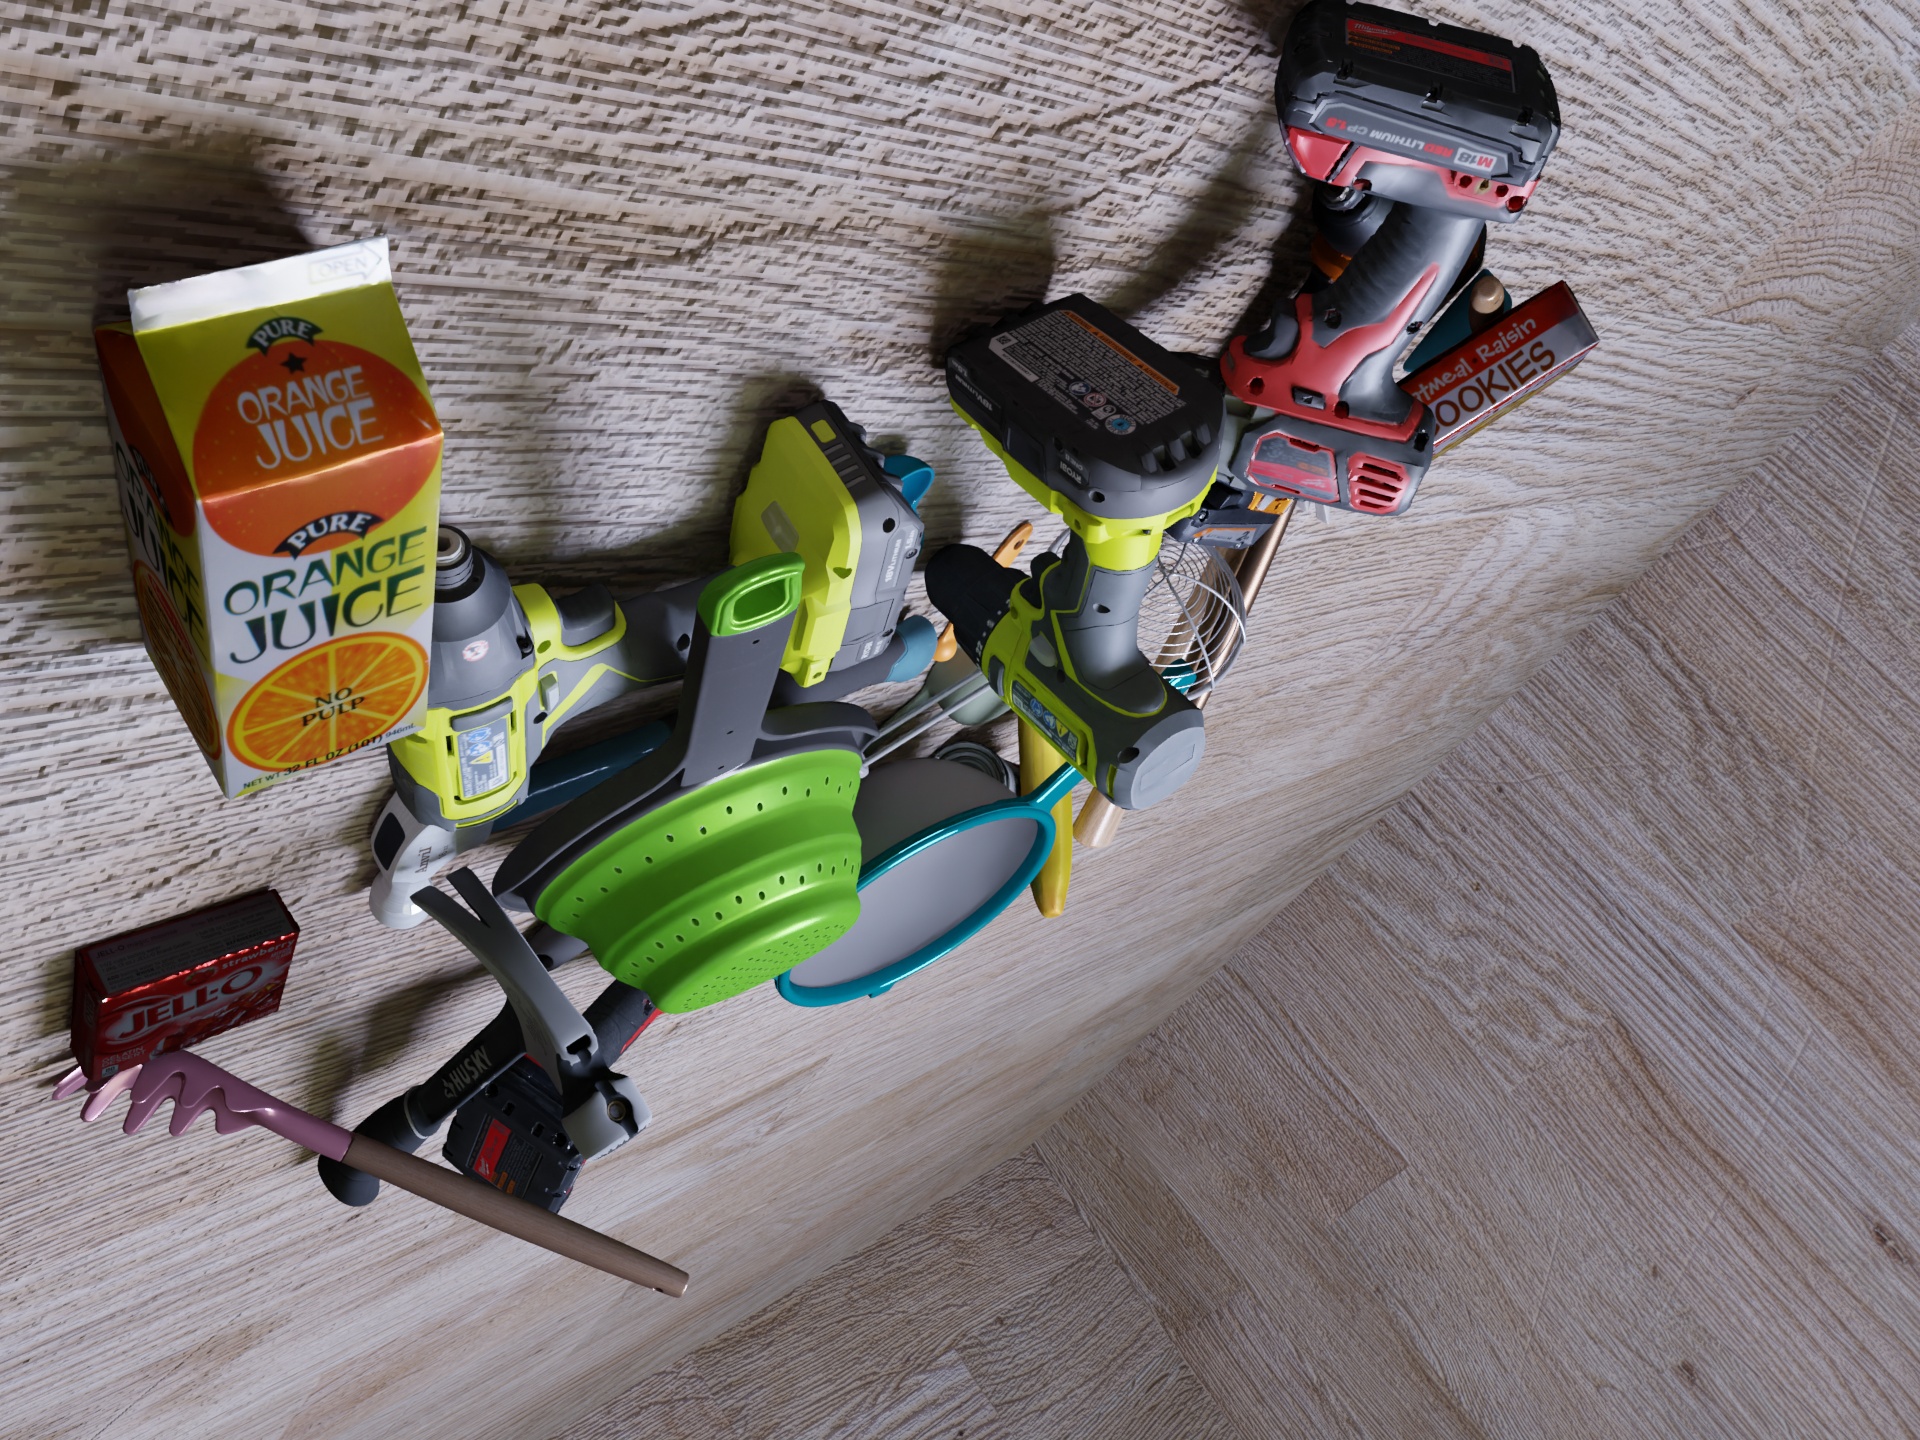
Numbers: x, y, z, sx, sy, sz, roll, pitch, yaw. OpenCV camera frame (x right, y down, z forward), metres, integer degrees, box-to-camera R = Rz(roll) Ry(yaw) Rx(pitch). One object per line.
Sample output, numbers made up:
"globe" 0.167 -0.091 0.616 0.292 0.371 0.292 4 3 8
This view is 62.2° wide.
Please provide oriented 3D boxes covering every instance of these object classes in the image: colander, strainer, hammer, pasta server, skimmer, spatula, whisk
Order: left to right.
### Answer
"pasta server" -0.280 0.228 0.784 0.060 0.316 0.040 -44 -157 50
"hammer" -0.291 0.204 0.862 0.036 0.149 0.409 -31 176 -41
"whisk" -0.167 0.079 0.936 0.239 0.055 0.055 -37 161 10
"hammer" -0.145 0.007 0.832 0.331 0.033 0.128 -23 157 -37
"colander" -0.097 0.050 0.709 0.204 0.094 0.397 -23 165 -22
"skimmer" -0.002 -0.003 0.962 0.363 0.127 0.090 -31 163 17
"strainer" -0.001 0.050 1.040 0.340 0.095 0.210 -41 155 11
"hammer" 0.155 -0.051 1.084 0.130 0.031 0.331 -3 127 -42
"spatula" 0.202 -0.127 1.015 0.059 0.018 0.315 -3 126 -37
"spatula" 0.294 -0.237 0.922 0.082 0.044 0.317 -51 172 17

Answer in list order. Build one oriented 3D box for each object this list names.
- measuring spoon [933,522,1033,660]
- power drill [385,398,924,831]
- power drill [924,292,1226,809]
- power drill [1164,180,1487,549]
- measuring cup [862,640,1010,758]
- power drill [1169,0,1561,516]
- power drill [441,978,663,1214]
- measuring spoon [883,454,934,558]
"measuring spoon" 0.014 -0.075 0.960 0.021 0.011 0.117 -16 151 -47
"power drill" -0.133 -0.048 0.666 0.223 0.080 0.171 -25 158 -26
"power drill" 0.046 -0.085 0.781 0.080 0.191 0.228 -29 145 -23
"power drill" 0.178 -0.204 0.866 0.226 0.084 0.164 -52 157 23
"measuring cup" -0.016 0.000 1.034 0.167 0.038 0.083 -40 161 2
"power drill" 0.153 -0.204 0.736 0.226 0.188 0.080 104 1 -45
"power drill" -0.214 0.193 0.983 0.220 0.078 0.143 -52 176 -46
"measuring spoon" -0.034 -0.105 0.810 0.042 0.021 0.128 -37 170 -7
